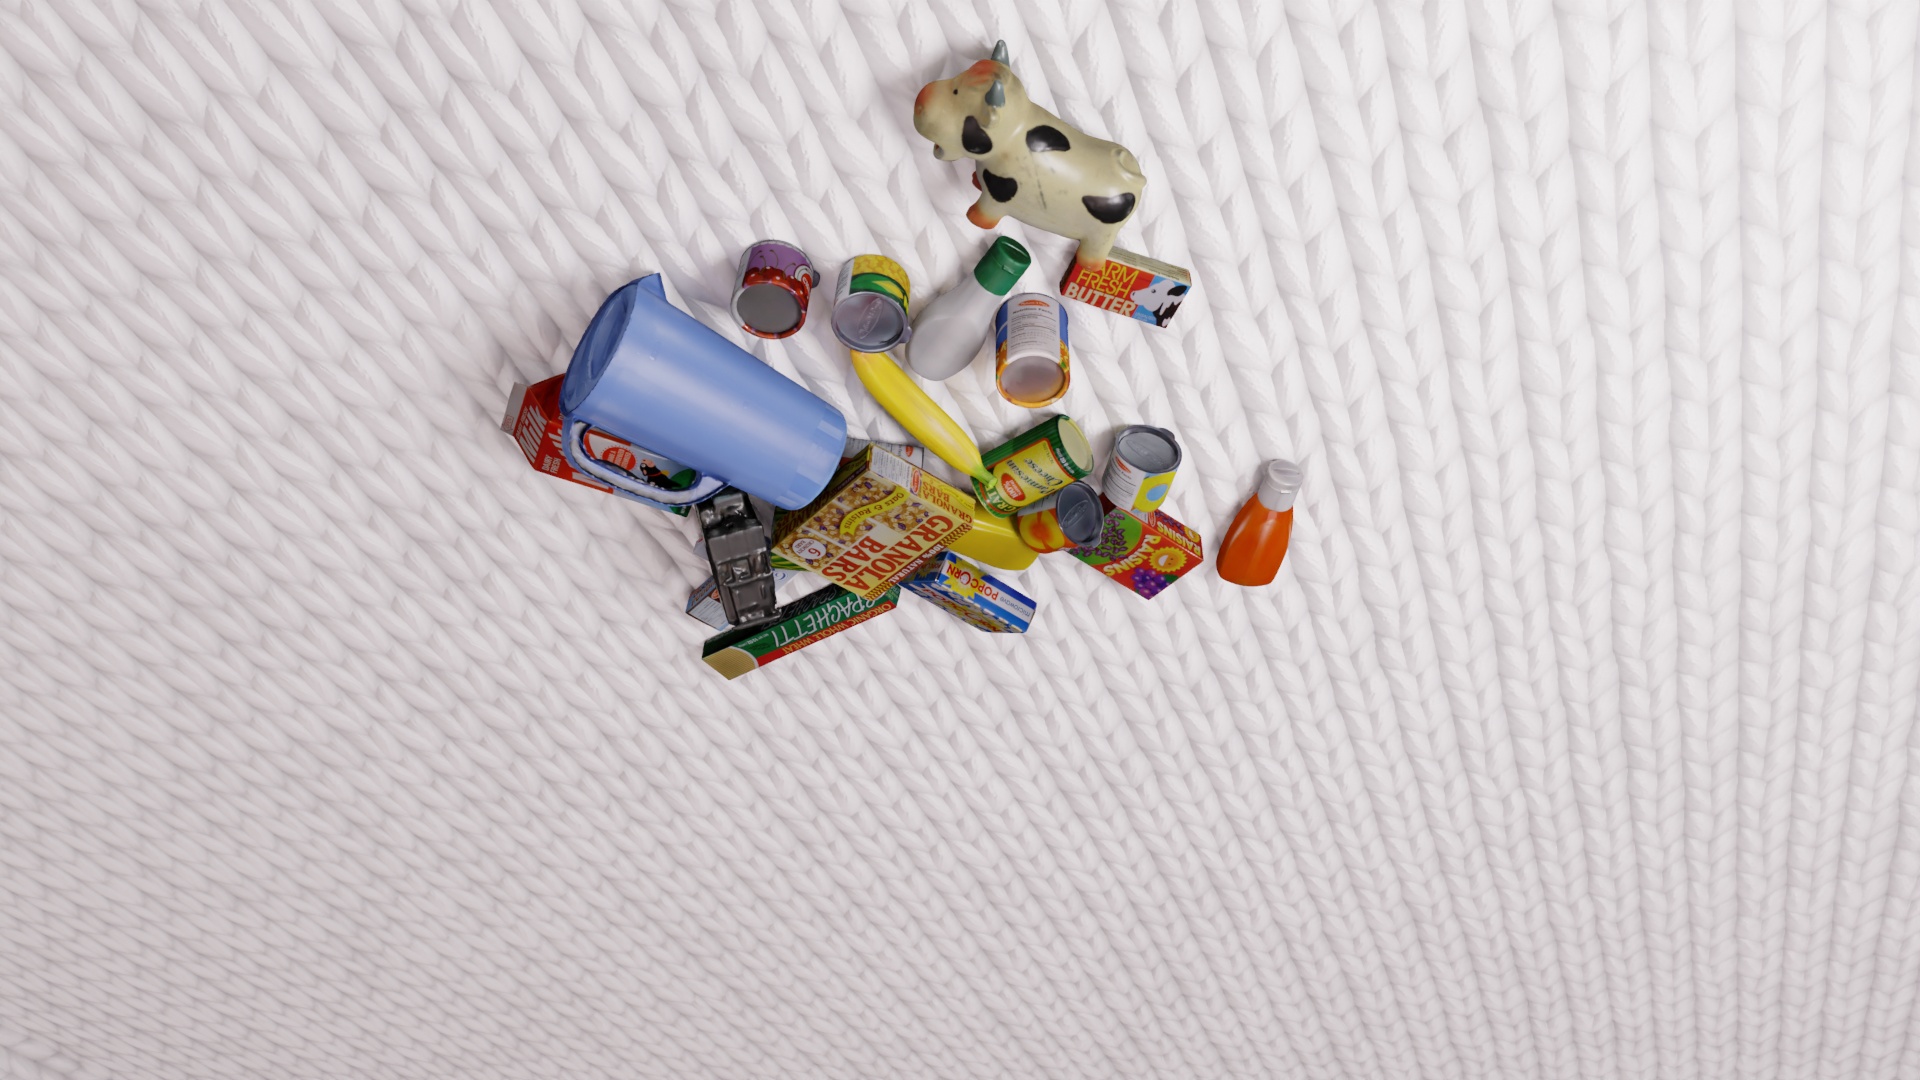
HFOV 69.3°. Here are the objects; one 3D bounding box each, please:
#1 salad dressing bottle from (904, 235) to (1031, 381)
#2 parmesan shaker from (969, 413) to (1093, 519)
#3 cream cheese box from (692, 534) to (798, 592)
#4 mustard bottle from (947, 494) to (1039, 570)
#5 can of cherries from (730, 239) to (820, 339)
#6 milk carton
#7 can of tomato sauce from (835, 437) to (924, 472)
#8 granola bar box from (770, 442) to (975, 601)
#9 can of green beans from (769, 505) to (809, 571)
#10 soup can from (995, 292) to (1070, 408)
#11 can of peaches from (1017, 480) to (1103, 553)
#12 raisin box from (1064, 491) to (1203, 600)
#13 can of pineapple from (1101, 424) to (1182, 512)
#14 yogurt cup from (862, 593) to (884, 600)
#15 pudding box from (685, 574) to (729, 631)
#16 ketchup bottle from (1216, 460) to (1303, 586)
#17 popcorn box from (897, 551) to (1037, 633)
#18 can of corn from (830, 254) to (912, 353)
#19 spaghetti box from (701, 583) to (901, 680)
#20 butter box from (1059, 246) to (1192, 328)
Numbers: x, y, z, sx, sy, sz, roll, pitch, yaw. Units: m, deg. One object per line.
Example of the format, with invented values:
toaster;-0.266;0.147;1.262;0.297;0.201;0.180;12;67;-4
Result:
salad dressing bottle;0.007;-0.203;1.222;0.064;0.044;0.147;27;130;-21
parmesan shaker;0.067;-0.074;1.340;0.103;0.072;0.071;-27;129;27
cream cheese box;-0.225;0.015;1.474;0.104;0.024;0.053;29;132;-25
mustard bottle;0.005;-0.018;1.413;0.160;0.049;0.065;19;136;-16
can of cherries;-0.160;-0.216;1.203;0.071;0.059;0.071;1;136;1
milk carton;-0.338;-0.097;1.325;0.191;0.074;0.072;19;134;-16
can of tomato sauce;-0.081;-0.062;1.356;0.083;0.071;0.070;8;136;-5
granola bar box;-0.084;-0.015;1.330;0.124;0.039;0.165;29;137;-27
can of green beans;-0.163;-0.001;1.424;0.058;0.071;0.070;5;136;-4
soup can;0.064;-0.166;1.229;0.071;0.084;0.071;1;137;1
can of peaches;0.100;-0.021;1.381;0.071;0.071;0.058;36;149;-30
raisin box;0.178;0.002;1.435;0.123;0.040;0.085;30;129;-25
can of pineapple;0.176;-0.069;1.341;0.071;0.071;0.057;8;137;-7
yogurt cup;-0.098;0.020;1.447;0.072;0.073;0.054;-34;118;32
pudding box;-0.257;0.061;1.520;0.049;0.030;0.083;33;128;-27
ketchup bottle;0.308;-0.016;1.407;0.065;0.044;0.148;6;136;-5
popcorn box;0.007;0.056;1.471;0.126;0.038;0.085;31;163;-27
can of corn;-0.075;-0.206;1.211;0.071;0.058;0.070;1;136;1
spaghetti box;-0.181;0.094;1.552;0.249;0.029;0.050;-24;131;25
butter box;0.143;-0.224;1.208;0.103;0.024;0.052;15;134;-13
